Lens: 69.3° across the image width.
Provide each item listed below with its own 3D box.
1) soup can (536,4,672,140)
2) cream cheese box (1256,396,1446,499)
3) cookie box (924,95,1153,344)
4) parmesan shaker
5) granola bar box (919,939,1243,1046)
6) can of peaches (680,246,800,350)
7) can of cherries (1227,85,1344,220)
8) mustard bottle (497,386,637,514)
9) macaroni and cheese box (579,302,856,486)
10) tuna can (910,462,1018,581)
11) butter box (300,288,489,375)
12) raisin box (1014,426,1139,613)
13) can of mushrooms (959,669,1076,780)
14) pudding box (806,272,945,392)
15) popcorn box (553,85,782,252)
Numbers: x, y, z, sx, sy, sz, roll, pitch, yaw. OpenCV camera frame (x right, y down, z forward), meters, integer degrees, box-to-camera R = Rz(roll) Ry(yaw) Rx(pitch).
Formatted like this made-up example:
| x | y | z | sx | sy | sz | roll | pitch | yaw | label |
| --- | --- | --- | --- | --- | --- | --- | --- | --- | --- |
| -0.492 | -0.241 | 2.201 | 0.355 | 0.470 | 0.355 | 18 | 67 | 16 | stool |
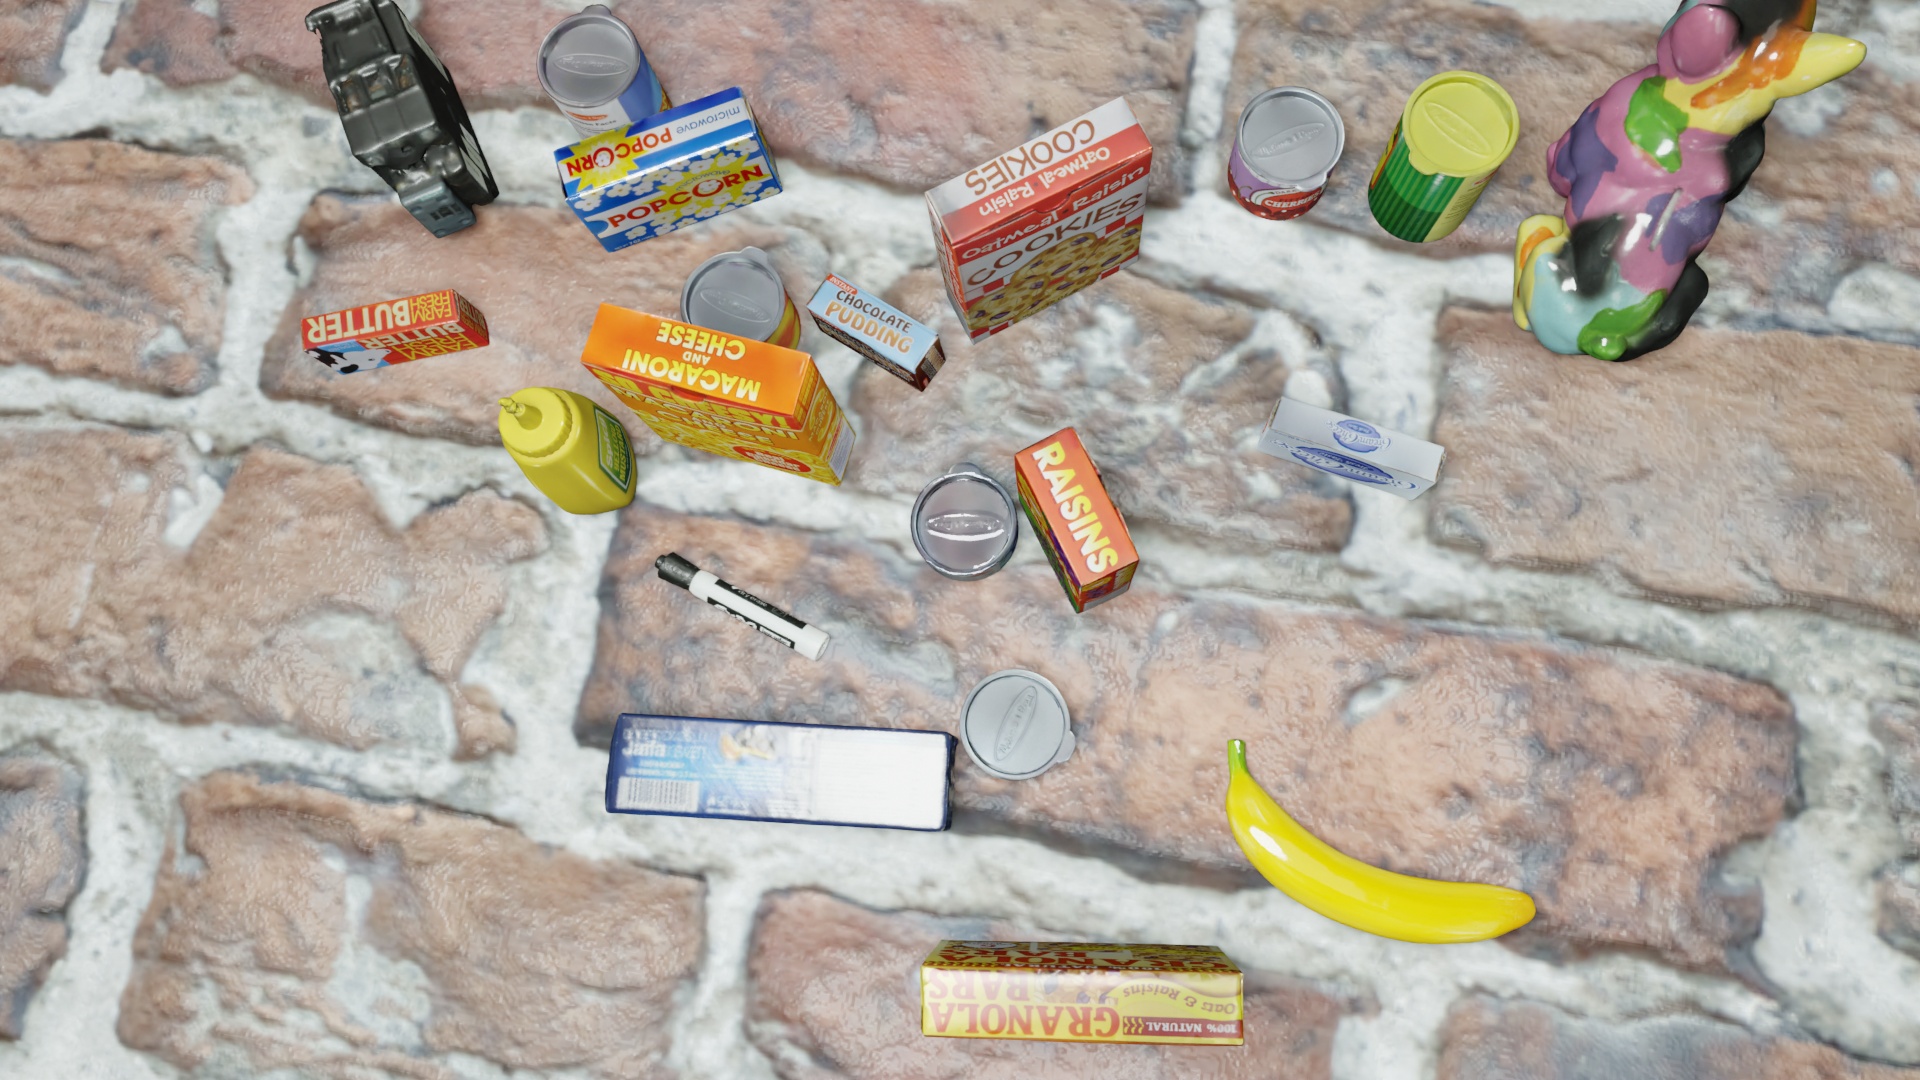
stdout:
| x | y | z | sx | sy | sz | roll | pitch | yaw | label |
| --- | --- | --- | --- | --- | --- | --- | --- | --- | --- |
| -0.230 | -0.297 | 0.910 | 0.071 | 0.083 | 0.071 | -1 | 79 | 4 | soup can |
| 0.237 | -0.056 | 0.847 | 0.104 | 0.053 | 0.024 | 19 | 82 | 7 | cream cheese box |
| 0.048 | -0.184 | 0.827 | 0.123 | 0.167 | 0.040 | -27 | 79 | -1 | cookie box |
| 0.291 | -0.230 | 0.852 | 0.071 | 0.103 | 0.071 | -1 | 80 | 4 | parmesan shaker |
| 0.066 | 0.247 | 0.765 | 0.166 | 0.124 | 0.039 | 0 | 80 | 4 | granola bar box |
| -0.138 | -0.145 | 0.888 | 0.071 | 0.058 | 0.071 | -1 | 79 | 4 | can of peaches |
| 0.206 | -0.242 | 0.883 | 0.071 | 0.058 | 0.071 | -1 | 79 | 4 | can of cherries |
| -0.236 | -0.058 | 0.826 | 0.049 | 0.160 | 0.065 | -10 | 79 | 2 | mustard bottle |
| -0.136 | -0.081 | 0.820 | 0.124 | 0.166 | 0.040 | 15 | 81 | 7 | macaroni and cheese box |
| 0.003 | -0.011 | 0.865 | 0.071 | 0.033 | 0.071 | -1 | 79 | 4 | tuna can |
| -0.367 | -0.135 | 0.904 | 0.103 | 0.053 | 0.024 | -11 | 79 | 2 | butter box |
| 0.068 | -0.008 | 0.814 | 0.040 | 0.123 | 0.086 | -25 | 79 | -1 | raisin box |
| 0.035 | 0.113 | 0.839 | 0.071 | 0.033 | 0.071 | -1 | 79 | 4 | can of mushrooms |
| -0.053 | -0.133 | 0.884 | 0.084 | 0.049 | 0.030 | 32 | 83 | 9 | pudding box |
| -0.186 | -0.237 | 0.895 | 0.127 | 0.085 | 0.038 | -19 | 79 | 0 | popcorn box |
